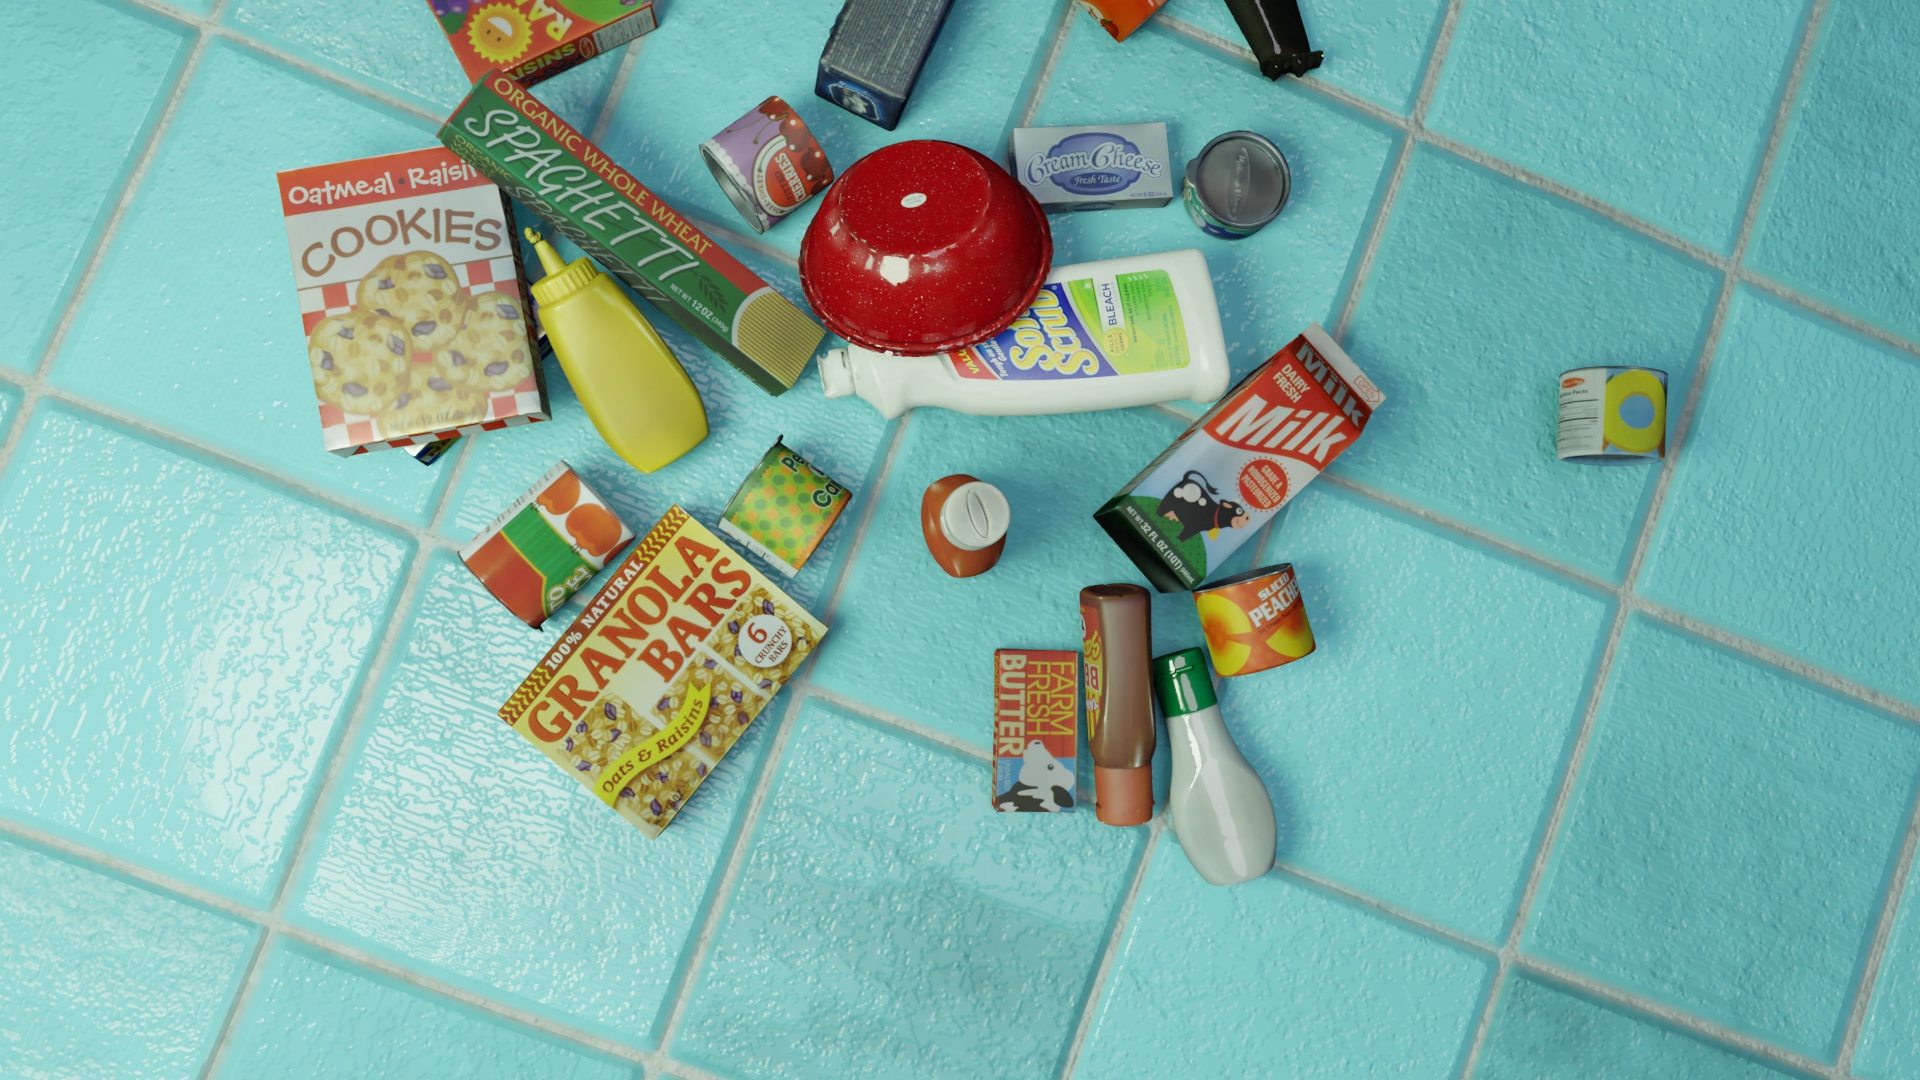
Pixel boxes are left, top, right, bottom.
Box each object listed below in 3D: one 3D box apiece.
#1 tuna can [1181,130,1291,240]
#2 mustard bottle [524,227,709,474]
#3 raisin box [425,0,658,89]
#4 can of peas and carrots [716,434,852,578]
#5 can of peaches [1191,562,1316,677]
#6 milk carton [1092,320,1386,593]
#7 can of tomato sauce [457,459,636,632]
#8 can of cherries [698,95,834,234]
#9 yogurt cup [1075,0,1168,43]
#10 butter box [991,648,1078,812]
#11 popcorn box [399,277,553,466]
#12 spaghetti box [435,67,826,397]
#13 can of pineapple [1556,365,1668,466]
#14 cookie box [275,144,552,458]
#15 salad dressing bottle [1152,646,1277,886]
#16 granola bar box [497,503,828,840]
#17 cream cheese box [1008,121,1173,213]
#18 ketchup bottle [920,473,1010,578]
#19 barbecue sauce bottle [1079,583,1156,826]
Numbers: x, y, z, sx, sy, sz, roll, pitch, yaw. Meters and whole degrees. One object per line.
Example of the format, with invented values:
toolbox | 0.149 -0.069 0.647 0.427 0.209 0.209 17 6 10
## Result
tuna can | 0.179 -0.234 0.920 0.071 0.033 0.071 0 86 -6
mustard bottle | -0.214 -0.119 0.837 0.065 0.049 0.159 -34 113 -13
raisin box | -0.267 -0.342 0.876 0.123 0.040 0.086 -29 91 -8
can of peas and carrots | -0.107 -0.021 0.858 0.059 0.071 0.071 36 84 -4
can of peaches | 0.188 0.050 0.884 0.071 0.071 0.058 -16 90 -7
milk carton | 0.183 -0.055 0.888 0.191 0.073 0.072 -42 92 -7
can of tomato sauce | -0.248 0.004 0.843 0.083 0.071 0.071 -44 92 -7
can of cherries | -0.120 -0.234 0.869 0.058 0.071 0.071 -37 91 -7
yogurt cup | 0.108 -0.364 0.906 0.072 0.072 0.054 -42 100 -7
butter box | 0.048 0.121 0.888 0.053 0.024 0.103 1 87 -7
popcorn box | -0.316 -0.121 0.857 0.085 0.038 0.127 45 83 -2
spaghetti box | -0.192 -0.180 0.835 0.250 0.028 0.050 38 65 -22
can of pineapple | 0.433 -0.081 0.920 0.071 0.071 0.058 4 87 -6
cookie box | -0.320 -0.143 0.818 0.123 0.040 0.167 -11 87 -7
salad dressing bottle | 0.158 0.143 0.889 0.064 0.044 0.147 -16 87 -5
granola bar box | -0.181 0.080 0.859 0.124 0.039 0.166 40 84 -3
cream cheese box | 0.085 -0.245 0.915 0.104 0.024 0.053 -5 86 -6
ketchup bottle | 0.003 -0.010 0.829 0.043 0.148 0.064 -19 89 -5
barbecue sauce bottle | 0.101 0.104 0.877 0.044 0.065 0.148 -4 96 -5
